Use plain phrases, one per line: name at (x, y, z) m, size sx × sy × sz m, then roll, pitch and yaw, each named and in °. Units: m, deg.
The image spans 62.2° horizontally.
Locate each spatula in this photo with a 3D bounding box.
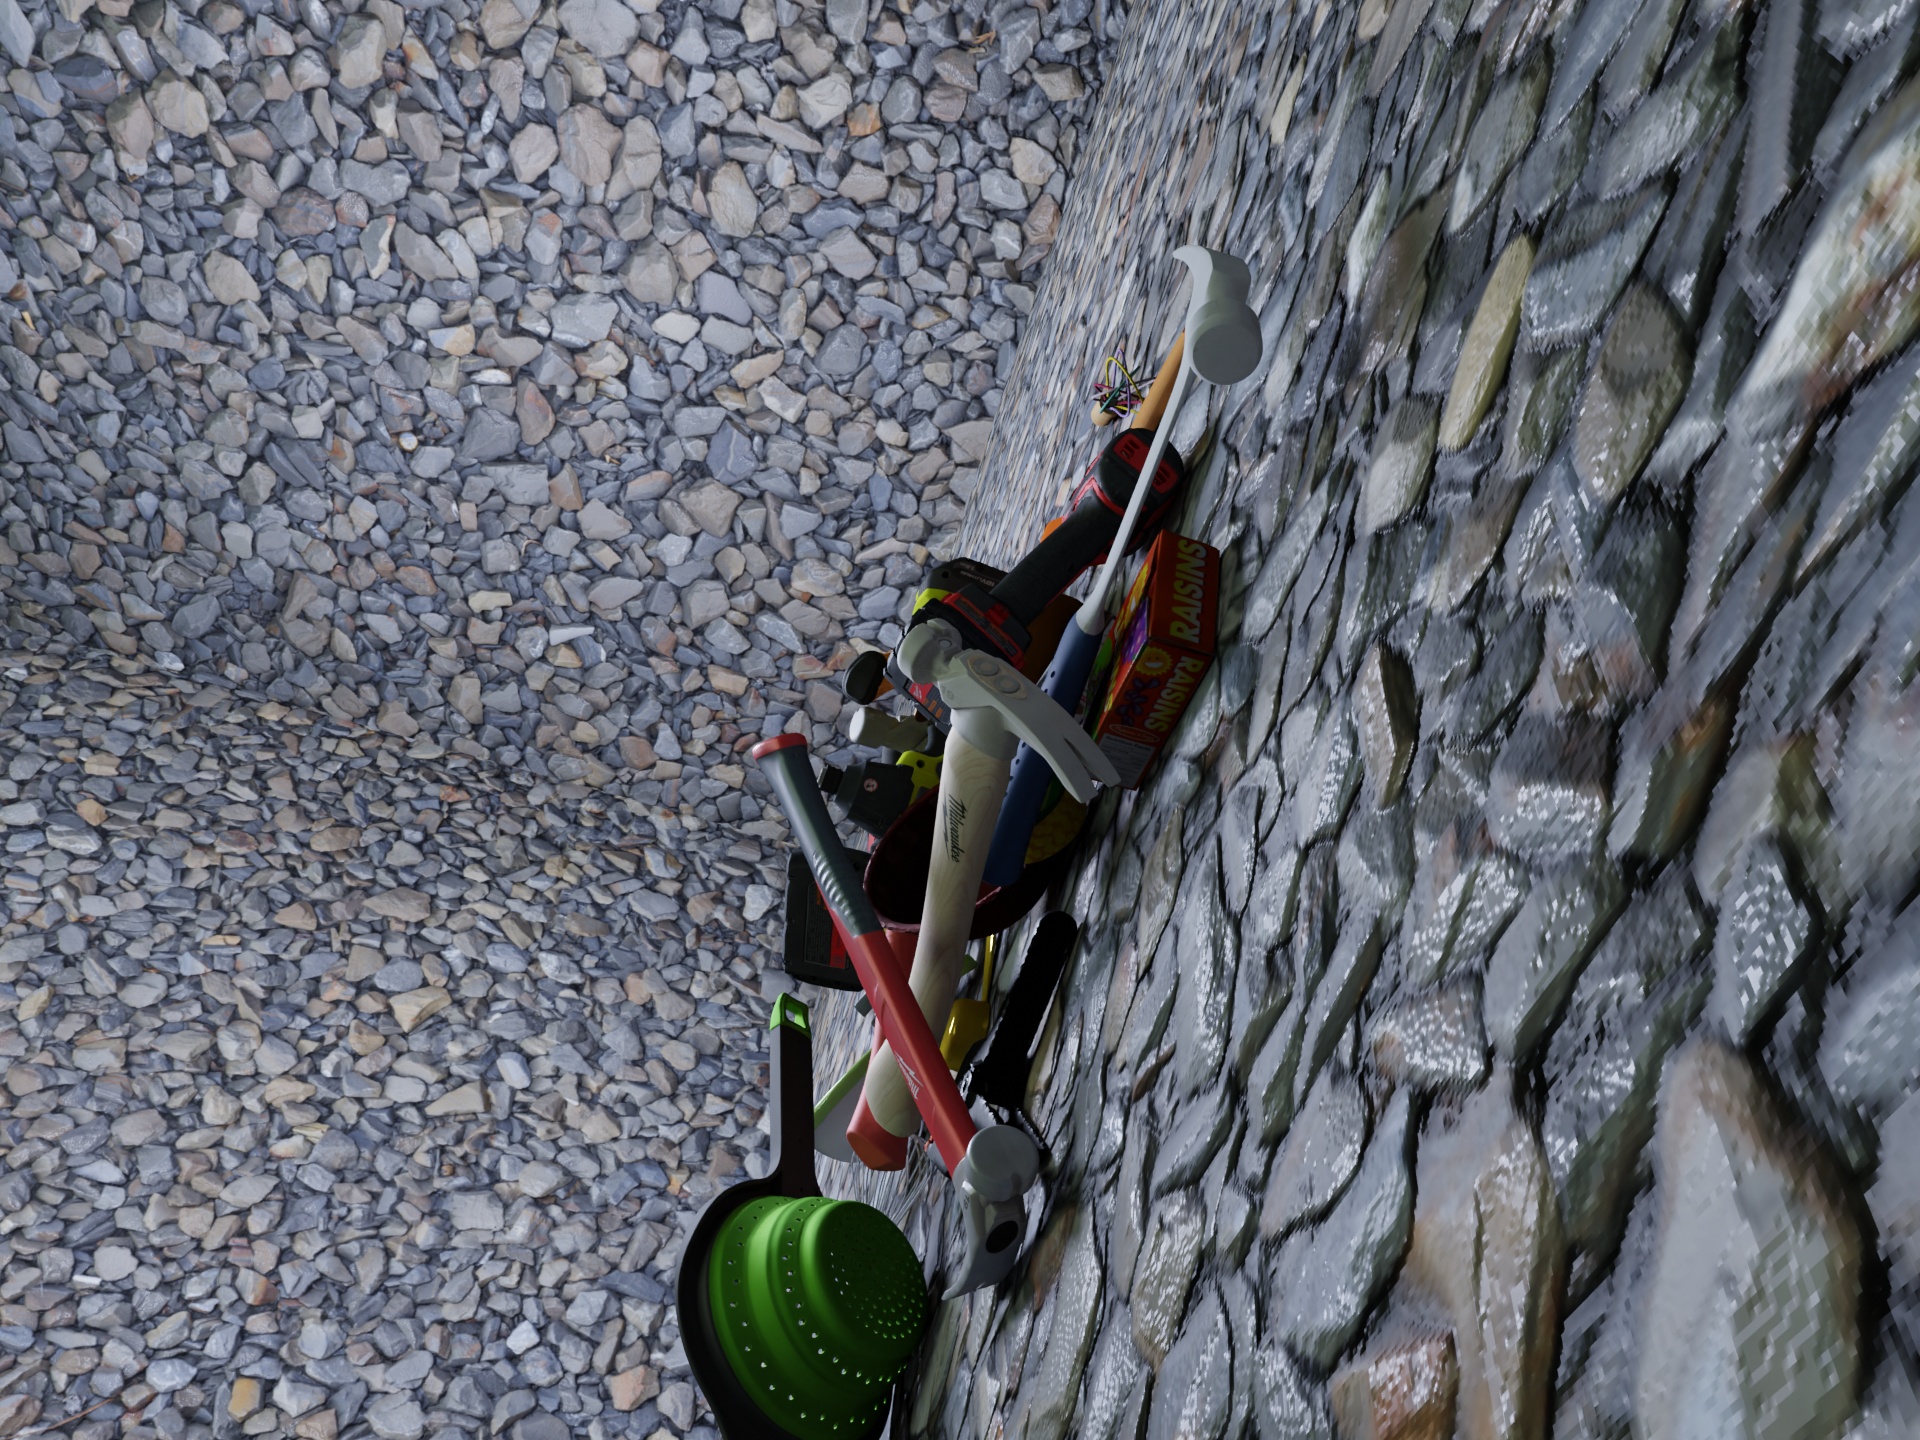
spatula at (0.121, -0.206, 1.241) m, size 0.322 × 0.041 × 0.081 m, roll 116°, pitch 169°, yaw -58°

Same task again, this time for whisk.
whisk at (0.131, -0.269, 1.348) m, size 0.051 × 0.047 × 0.245 m, roll -62°, pitch 2°, yaw 4°
whisk at (-0.073, 0.425, 1.308) m, size 0.070 × 0.070 × 0.284 m, roll -82°, pitch 6°, yaw -59°

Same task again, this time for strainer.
strainer at (-0.044, 0.303, 1.376) m, size 0.256 × 0.069 × 0.151 m, roll -52°, pitch -12°, yaw 29°

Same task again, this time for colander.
colander at (-0.096, 0.344, 1.153) m, size 0.094 × 0.204 × 0.398 m, roll -37°, pitch 36°, yaw 24°

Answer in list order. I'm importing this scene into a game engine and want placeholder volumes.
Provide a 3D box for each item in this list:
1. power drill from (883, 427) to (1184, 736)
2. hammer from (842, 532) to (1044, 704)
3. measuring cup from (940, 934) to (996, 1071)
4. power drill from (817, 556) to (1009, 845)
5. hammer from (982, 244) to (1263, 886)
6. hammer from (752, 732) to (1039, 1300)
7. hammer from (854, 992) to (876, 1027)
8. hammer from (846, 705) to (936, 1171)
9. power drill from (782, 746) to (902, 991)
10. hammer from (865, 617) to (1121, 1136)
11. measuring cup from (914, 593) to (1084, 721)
power drill at (0.053, -0.091, 1.058) m, size 0.220 × 0.078 × 0.143 m, roll -46°, pitch -3°, yaw -20°
hammer at (-0.005, -0.073, 1.398) m, size 0.337 × 0.034 × 0.127 m, roll -33°, pitch -29°, yaw -55°
measuring cup at (0.008, 0.200, 1.241) m, size 0.062 × 0.029 × 0.157 m, roll 114°, pitch 168°, yaw -55°
power drill at (-0.002, -0.004, 1.231) m, size 0.080 × 0.171 × 0.223 m, roll 133°, pitch 157°, yaw -70°
hammer at (0.076, -0.067, 0.874) m, size 0.144 × 0.035 × 0.405 m, roll -81°, pitch 8°, yaw -52°
hammer at (-0.054, 0.157, 0.976) m, size 0.143 × 0.038 × 0.387 m, roll 101°, pitch 150°, yaw -42°
hammer at (-0.048, 0.260, 1.481) m, size 0.128 × 0.033 × 0.330 m, roll -43°, pitch -13°, yaw -22°
hammer at (-0.032, 0.164, 1.223) m, size 0.036 × 0.149 × 0.359 m, roll -40°, pitch 38°, yaw 52°
power drill at (-0.074, 0.114, 1.366) m, size 0.227 × 0.080 × 0.187 m, roll -43°, pitch -40°, yaw -69°
hammer at (-0.004, 0.136, 0.987) m, size 0.038 × 0.146 × 0.410 m, roll -26°, pitch -37°, yaw -36°
measuring cup at (0.038, -0.034, 1.137) m, size 0.173 × 0.052 × 0.095 m, roll -37°, pitch -45°, yaw -43°
